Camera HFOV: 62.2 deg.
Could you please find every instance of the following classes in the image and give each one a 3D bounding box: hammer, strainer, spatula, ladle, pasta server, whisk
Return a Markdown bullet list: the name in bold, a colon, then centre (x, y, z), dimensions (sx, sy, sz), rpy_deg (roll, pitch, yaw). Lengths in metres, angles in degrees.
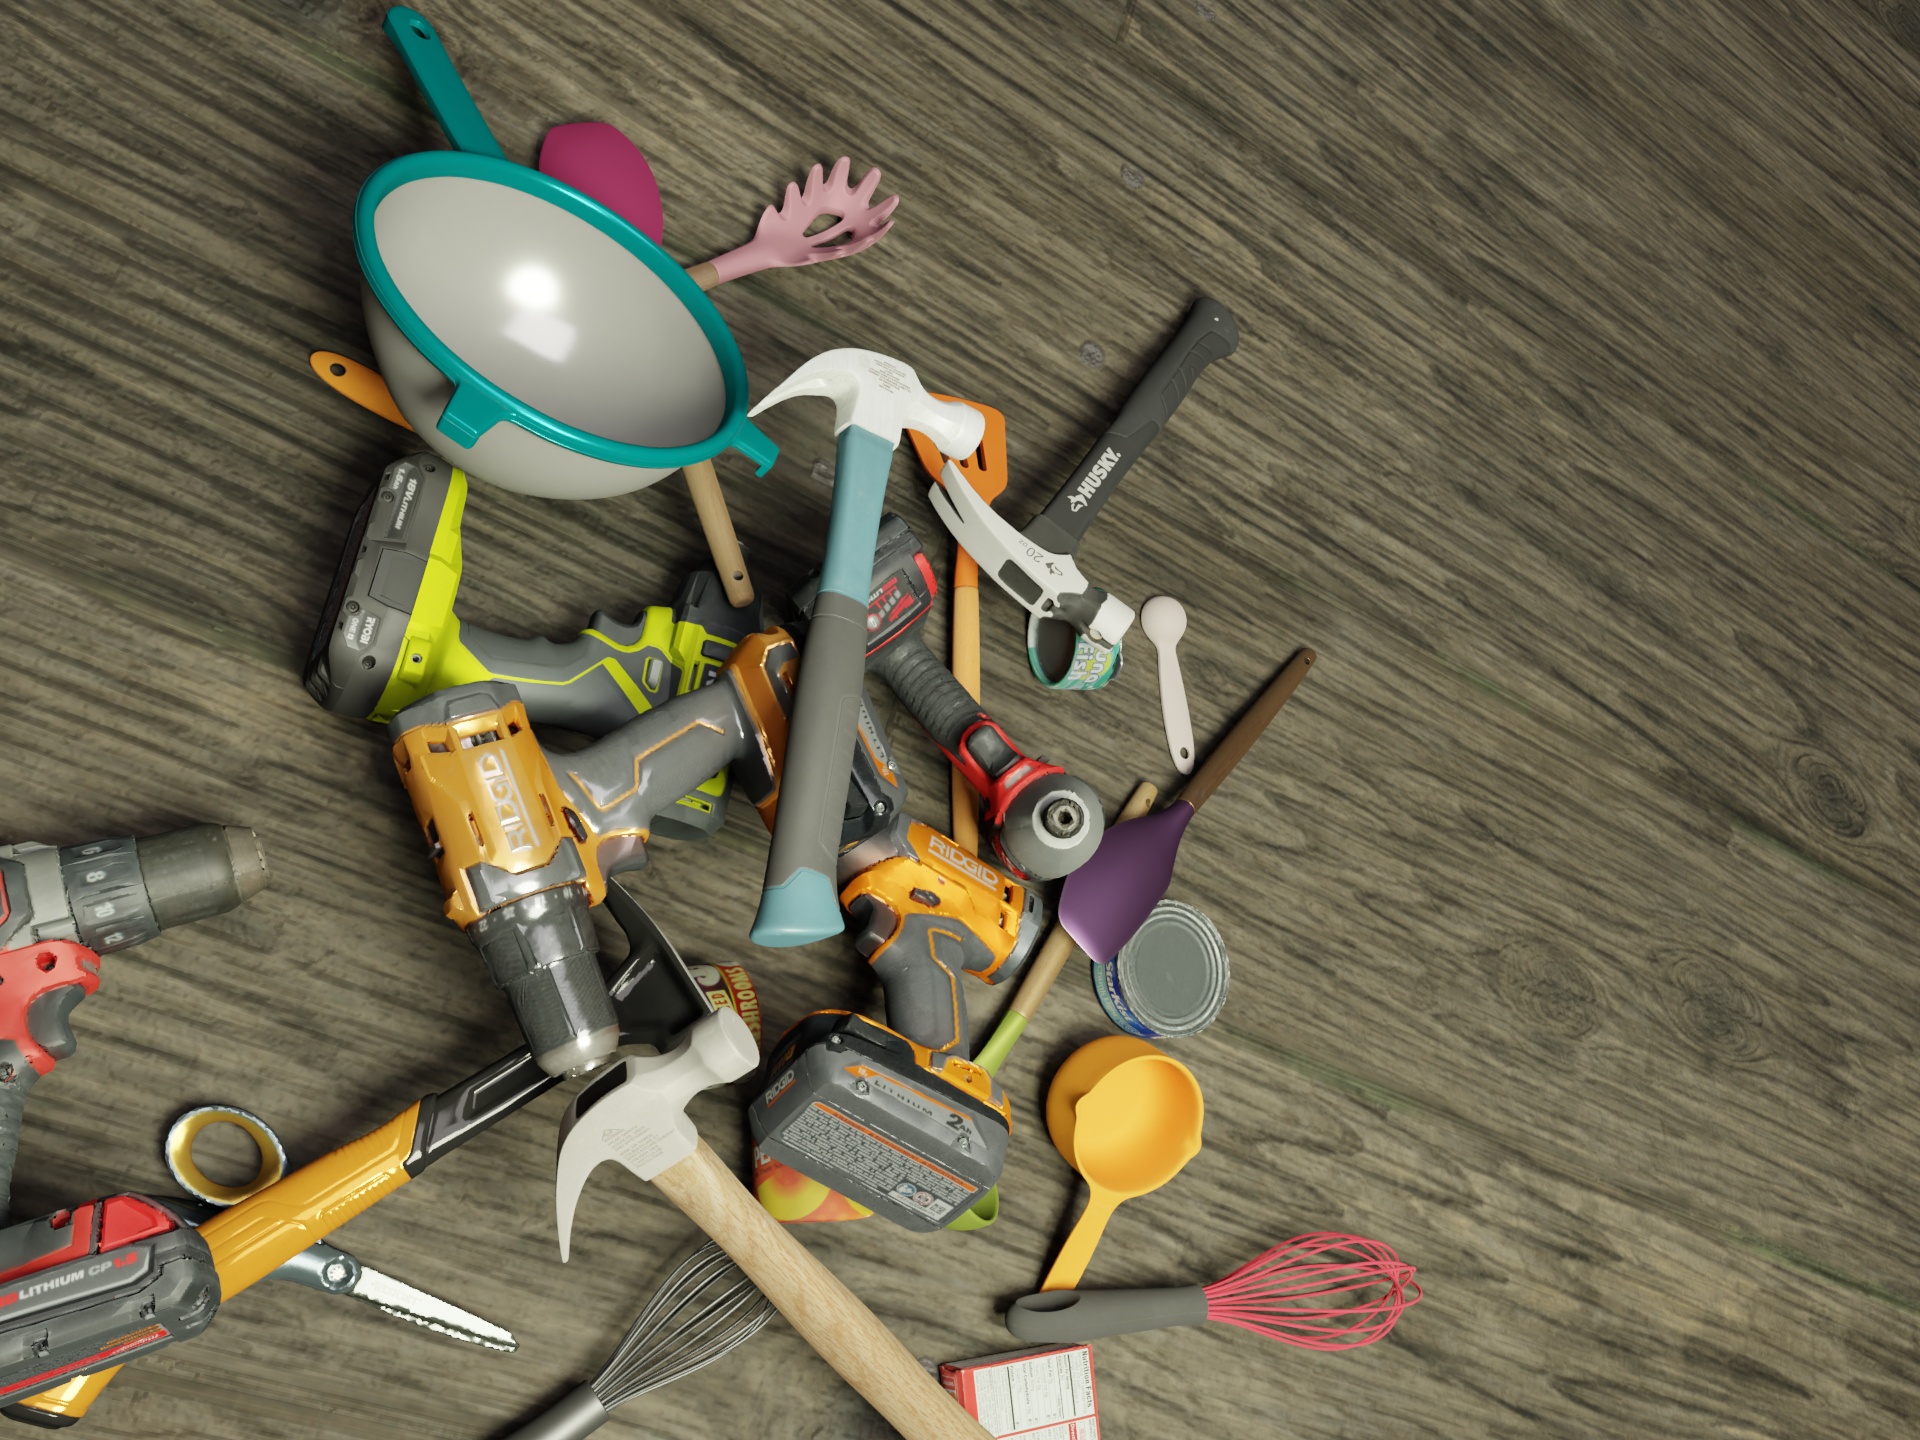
- **hammer**: centre (-0.059, -0.045, 0.785), dimensions (0.128, 0.033, 0.331), rpy_deg (23, 59, -30)
- **hammer**: centre (-0.275, 0.198, 0.735), dimensions (0.337, 0.034, 0.127), rpy_deg (-31, 76, -22)
- **hammer**: centre (0.105, -0.190, 1.049), dimensions (0.146, 0.035, 0.335), rpy_deg (36, 51, -1)
- **strainer**: centre (-0.251, -0.235, 0.840), dimensions (0.211, 0.095, 0.341), rpy_deg (-4, 56, -48)
- **spatula**: centre (0.158, 0.040, 1.044), dimensions (0.060, 0.018, 0.316), rpy_deg (49, 54, -4)
- **hammer**: centre (-0.076, 0.283, 0.777), dimensions (0.130, 0.031, 0.331), rpy_deg (-32, 117, 5)
- **spatula**: centre (0.000, -0.057, 0.998), dimensions (0.081, 0.041, 0.323), rpy_deg (5, 79, -27)
- **ladle**: centre (0.056, 0.158, 0.956), dimensions (0.078, 0.062, 0.320), rpy_deg (55, 54, -31)
- **pasta server**: centre (-0.168, -0.262, 0.946), dimensions (0.316, 0.040, 0.060), rpy_deg (-32, 84, -30)
- **whisk**: centre (0.158, 0.350, 0.958), dimensions (0.295, 0.073, 0.073), rpy_deg (5, 75, -26)
- **whisk**: centre (-0.183, 0.334, 0.786), dimensions (0.239, 0.055, 0.055), rpy_deg (-32, 94, -27)

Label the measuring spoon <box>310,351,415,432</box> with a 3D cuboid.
- **measuring spoon**: centre (-0.297, -0.169, 0.866), dimensions (0.116, 0.011, 0.021), rpy_deg (29, 65, -20)

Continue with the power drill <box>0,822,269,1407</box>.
- **power drill**: centre (-0.376, 0.152, 0.674), dimensions (0.188, 0.080, 0.227), rpy_deg (-15, 66, -25)

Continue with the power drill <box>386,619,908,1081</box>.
- **power drill**: centre (-0.140, 0.054, 0.771), dimensions (0.226, 0.084, 0.185), rpy_deg (-17, 79, -34)

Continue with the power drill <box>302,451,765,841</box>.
- **power drill**: centre (-0.214, -0.047, 0.847), dimensions (0.223, 0.080, 0.171), rpy_deg (20, 68, -27)

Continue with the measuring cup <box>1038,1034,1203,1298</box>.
- **measuring cup**: centre (0.076, 0.270, 0.948), dimensions (0.095, 0.052, 0.173), rpy_deg (26, 91, -27)

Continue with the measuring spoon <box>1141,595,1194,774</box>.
- **measuring spoon**: centre (0.147, -0.025, 1.072), dimensions (0.034, 0.018, 0.124), rpy_deg (-2, 79, -30)

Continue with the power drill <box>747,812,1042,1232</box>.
- **power drill**: centre (-0.041, 0.138, 0.850), dimensions (0.164, 0.084, 0.227), rpy_deg (33, 33, -15)

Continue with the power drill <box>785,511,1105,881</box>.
- **power drill**: centre (-0.001, -0.003, 0.898), dimensions (0.078, 0.143, 0.220), rpy_deg (-38, 88, -8)

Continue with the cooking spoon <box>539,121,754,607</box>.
- **cooking spoon**: centre (-0.172, -0.209, 0.903), dimensions (0.068, 0.017, 0.319), rpy_deg (-15, 76, -23)
